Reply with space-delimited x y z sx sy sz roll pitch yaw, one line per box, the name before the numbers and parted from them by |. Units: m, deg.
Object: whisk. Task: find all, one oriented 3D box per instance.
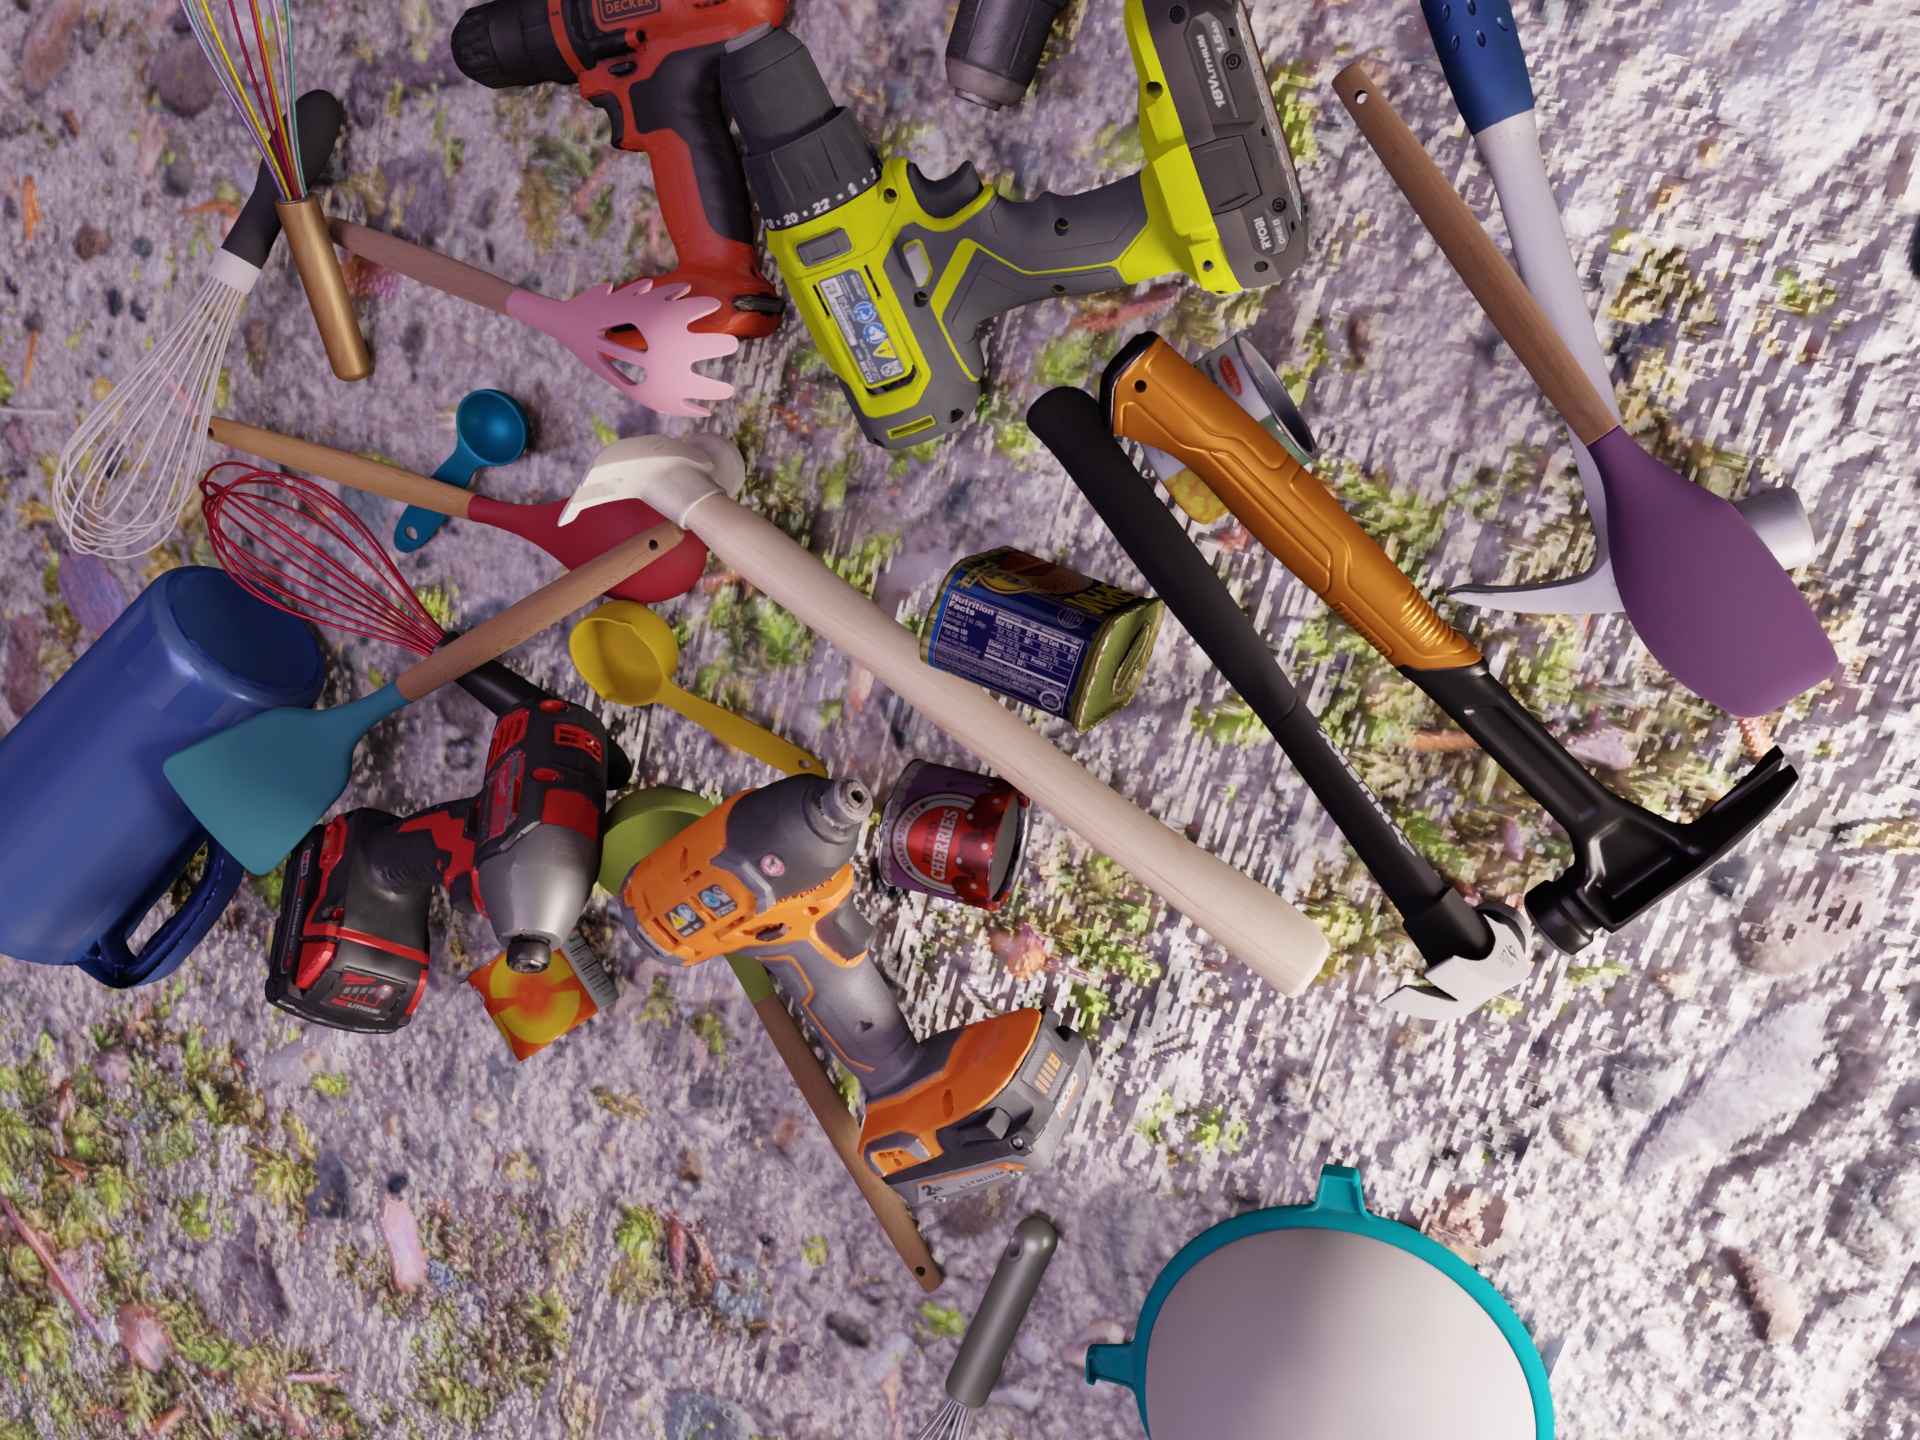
whisk | 0.001 0.376 0.875 0.059 0.058 0.246 16 106 -20
whisk | -0.410 -0.216 0.866 0.070 0.070 0.284 28 90 13
whisk | -0.305 -0.051 0.890 0.296 0.073 0.073 35 111 3
whisk | -0.350 -0.295 0.827 0.051 0.047 0.244 -19 126 -17

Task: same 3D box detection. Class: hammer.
hammer | -0.001 -0.002 0.753 0.410 0.146 0.038 37 111 5
hammer | 0.194 -0.045 0.675 0.337 0.034 0.127 42 116 -7
hammer | 0.134 -0.014 0.708 0.035 0.146 0.335 -40 78 24
hammer | 0.225 -0.238 0.668 0.144 0.035 0.405 -17 95 22

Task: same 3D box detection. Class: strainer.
strainer | 0.221 0.400 0.768 0.340 0.095 0.211 47 112 7

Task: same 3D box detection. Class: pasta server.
pasta server | -0.230 -0.215 0.798 0.316 0.040 0.060 27 119 35

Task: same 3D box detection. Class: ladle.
ladle | -0.286 -0.124 0.867 0.315 0.031 0.069 17 122 13
ladle | -0.097 0.177 0.861 0.078 0.062 0.320 -29 93 15

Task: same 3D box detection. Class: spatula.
spatula | 0.246 -0.136 0.651 0.060 0.018 0.316 -35 89 23
spatula | -0.277 -0.022 0.843 0.317 0.044 0.082 -28 109 17

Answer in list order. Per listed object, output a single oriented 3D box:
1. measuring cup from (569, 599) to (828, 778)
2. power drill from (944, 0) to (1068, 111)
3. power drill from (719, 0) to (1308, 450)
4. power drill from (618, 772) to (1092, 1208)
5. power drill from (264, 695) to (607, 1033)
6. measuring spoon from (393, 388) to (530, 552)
measuring cup | -0.135 -0.014 0.853 0.156 0.029 0.062 30 133 -1
power drill | -0.034 -0.394 0.710 0.226 0.084 0.185 23 110 10
power drill | 0.020 -0.238 0.694 0.228 0.080 0.190 -15 121 21
power drill | -0.043 0.124 0.771 0.226 0.084 0.164 47 132 -11
power drill | -0.274 0.088 0.849 0.219 0.078 0.143 -26 53 32
measuring spoon | -0.278 -0.137 0.886 0.042 0.021 0.128 46 122 -7
